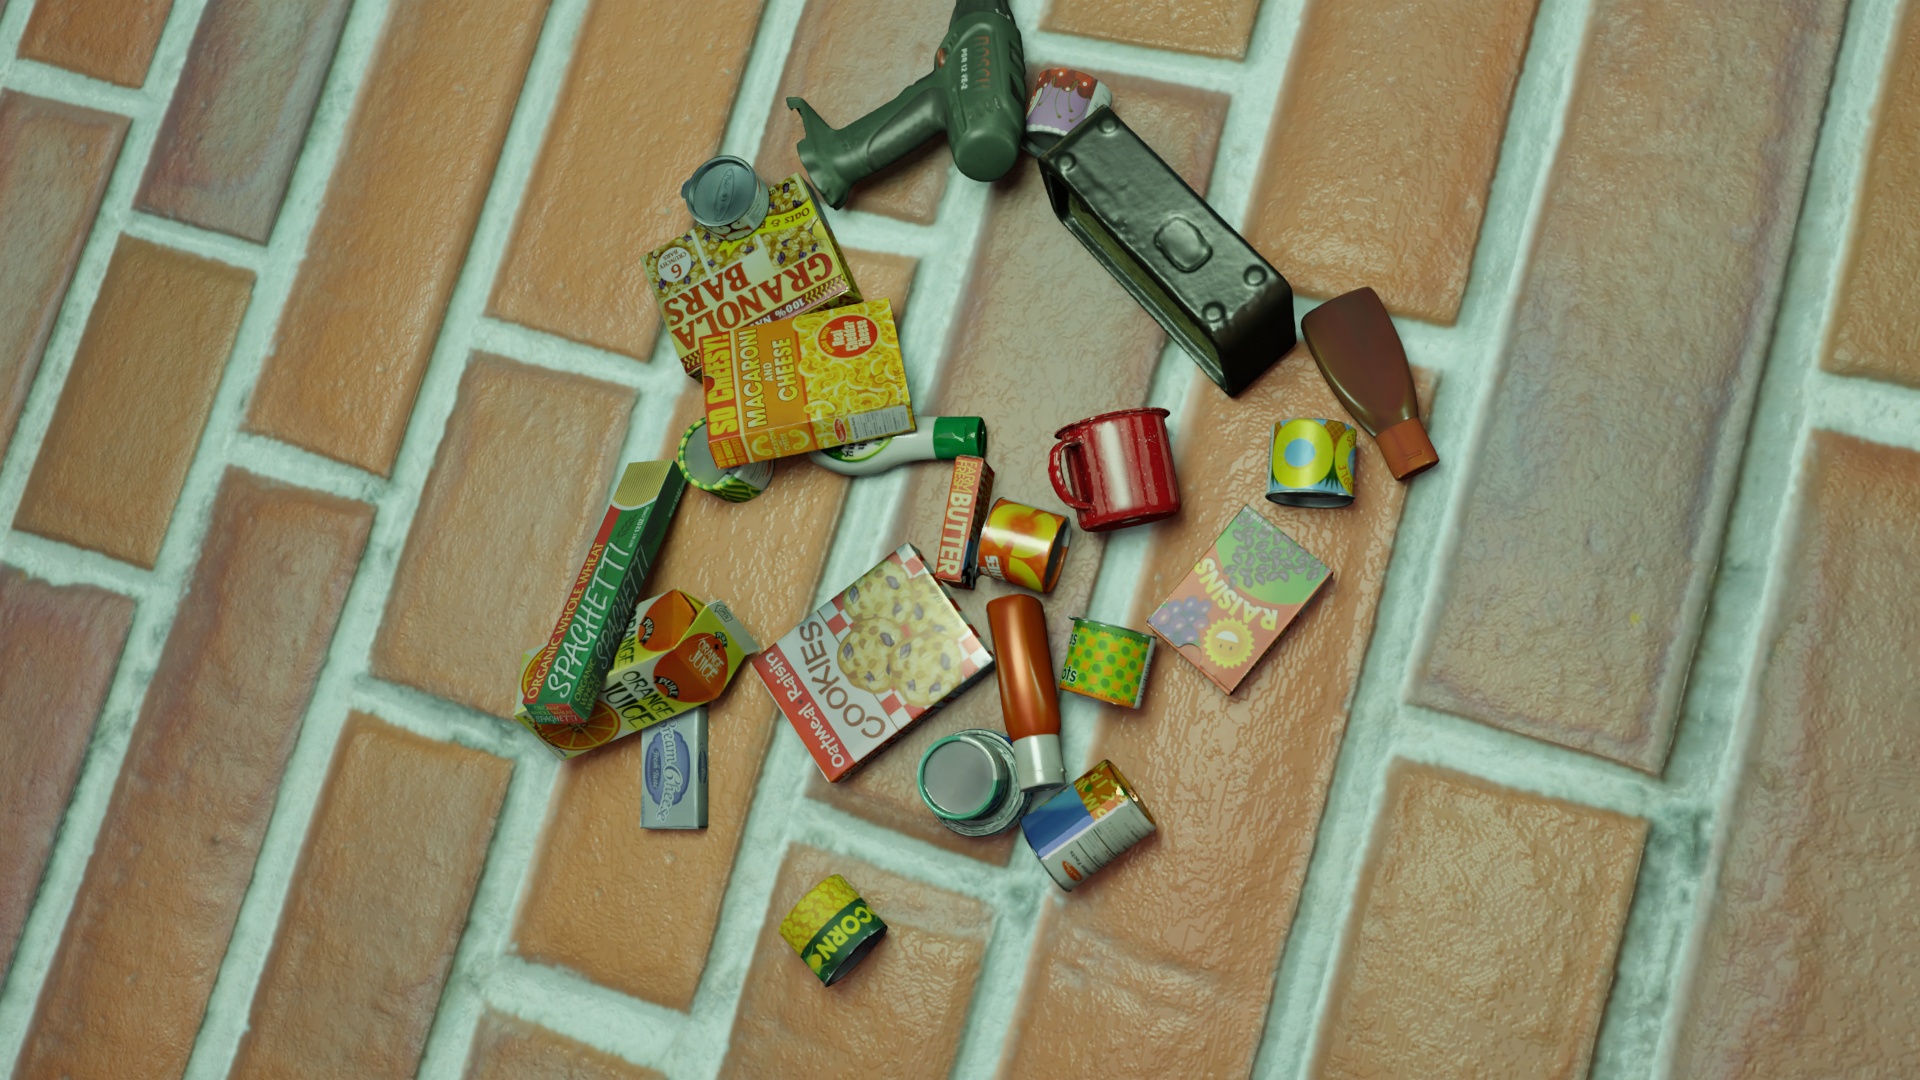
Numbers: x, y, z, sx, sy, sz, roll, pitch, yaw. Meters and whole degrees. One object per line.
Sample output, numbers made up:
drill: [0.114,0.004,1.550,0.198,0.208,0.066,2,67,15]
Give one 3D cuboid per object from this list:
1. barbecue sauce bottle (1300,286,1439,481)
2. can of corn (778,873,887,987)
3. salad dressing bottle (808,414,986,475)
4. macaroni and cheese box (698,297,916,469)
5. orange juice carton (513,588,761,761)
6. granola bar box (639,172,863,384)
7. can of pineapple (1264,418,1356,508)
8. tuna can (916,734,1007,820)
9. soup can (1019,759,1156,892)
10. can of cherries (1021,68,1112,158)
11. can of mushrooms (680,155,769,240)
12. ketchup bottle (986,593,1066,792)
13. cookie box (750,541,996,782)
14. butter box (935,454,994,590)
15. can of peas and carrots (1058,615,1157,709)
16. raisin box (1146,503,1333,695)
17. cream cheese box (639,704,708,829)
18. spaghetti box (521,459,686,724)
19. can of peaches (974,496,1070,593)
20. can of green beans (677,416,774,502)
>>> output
barbecue sauce bottle: [0.322,-0.119,1.077,0.065,0.043,0.149,-24,76,9]
can of corn: [-0.100,0.305,1.094,0.058,0.071,0.071,43,93,17]
salad dressing bottle: [-0.053,-0.086,1.164,0.148,0.044,0.064,1,76,14]
macaroni and cheese box: [-0.129,-0.132,1.153,0.166,0.040,0.124,-12,53,-2]
orange juice carton: [-0.267,0.105,1.156,0.192,0.071,0.073,-23,41,10]
granola bar box: [-0.186,-0.230,1.225,0.165,0.039,0.124,-26,75,8]
can of pineapple: [0.271,-0.059,1.067,0.071,0.071,0.058,4,81,15]
tuna can: [-0.001,0.184,1.073,0.071,0.033,0.071,-2,80,14]
soup can: [0.097,0.216,1.064,0.084,0.071,0.071,-37,74,5]
can of cherries: [0.086,-0.355,1.165,0.071,0.071,0.058,16,85,16]
can of mushrooms: [-0.203,-0.297,1.204,0.071,0.033,0.071,-3,77,15]
ketchup bottle: [0.053,0.119,1.082,0.043,0.064,0.149,-14,69,15]
cookie box: [-0.071,0.101,1.139,0.167,0.040,0.123,-37,74,4]
butter box: [0.004,-0.014,1.133,0.024,0.053,0.103,8,83,13]
can of peas and carrots: [0.112,0.095,1.080,0.071,0.071,0.059,13,85,16]
raisin box: [0.216,0.047,1.077,0.086,0.040,0.123,41,92,16]
cream cheese box: [-0.241,0.191,1.173,0.053,0.024,0.104,-4,79,13]
spaghetti box: [-0.291,0.037,1.150,0.050,0.028,0.251,-3,52,24]
can of peaches: [0.050,0.006,1.110,0.058,0.071,0.071,16,85,15]
can of green beans: [-0.201,-0.070,1.191,0.071,0.058,0.071,-2,80,14]
